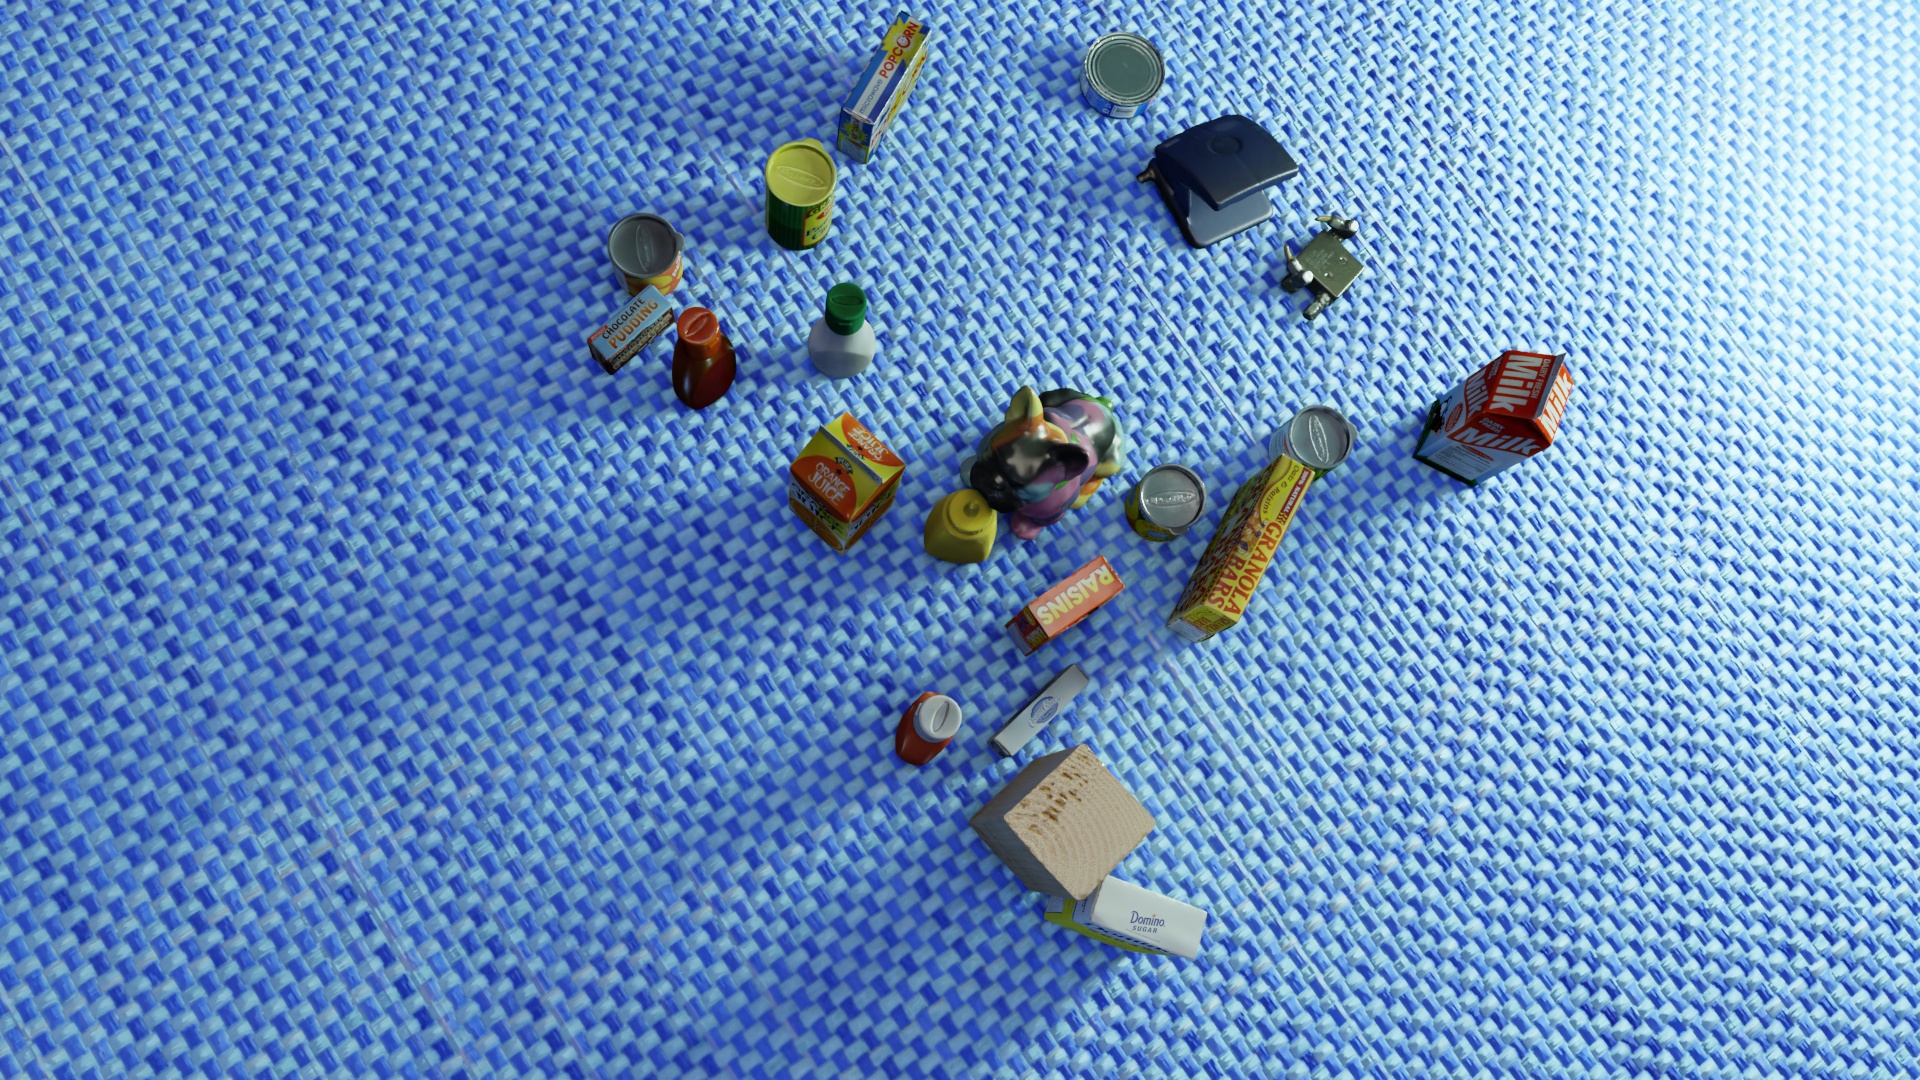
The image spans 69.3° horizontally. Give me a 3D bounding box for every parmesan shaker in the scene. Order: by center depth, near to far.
[{"bbox_3d":[-0.153,-0.331,1.335,0.071,0.103,0.071,2,77,-7],"label":"parmesan shaker"}]

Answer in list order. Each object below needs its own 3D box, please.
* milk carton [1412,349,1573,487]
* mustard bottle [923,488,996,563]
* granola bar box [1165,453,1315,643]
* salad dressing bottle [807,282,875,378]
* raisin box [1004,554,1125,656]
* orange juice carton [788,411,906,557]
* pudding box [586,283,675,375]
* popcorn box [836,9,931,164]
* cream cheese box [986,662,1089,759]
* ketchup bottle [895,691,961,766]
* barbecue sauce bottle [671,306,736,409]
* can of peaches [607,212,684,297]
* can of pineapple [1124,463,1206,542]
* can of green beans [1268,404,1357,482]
[{"bbox_3d":[0.518,-0.120,1.332,0.073,0.190,0.072,27,75,-1],"label":"milk carton"},{"bbox_3d":[0.004,-0.016,1.253,0.065,0.160,0.049,10,76,-5],"label":"mustard bottle"},{"bbox_3d":[0.261,0.010,1.300,0.039,0.124,0.166,31,75,0],"label":"granola bar box"},{"bbox_3d":[-0.108,-0.194,1.286,0.064,0.147,0.044,4,77,-7],"label":"salad dressing bottle"},{"bbox_3d":[0.093,0.061,1.266,0.086,0.123,0.040,-32,83,-13],"label":"raisin box"},{"bbox_3d":[-0.102,-0.052,1.230,0.072,0.192,0.073,43,76,3],"label":"orange juice carton"},{"bbox_3d":[-0.310,-0.199,1.310,0.030,0.049,0.084,45,75,4],"label":"pudding box"},{"bbox_3d":[-0.077,-0.449,1.383,0.038,0.085,0.127,28,75,-1],"label":"popcorn box"},{"bbox_3d":[0.071,0.158,1.276,0.104,0.053,0.024,-42,86,-14],"label":"cream cheese box"},{"bbox_3d":[-0.027,0.161,1.213,0.043,0.148,0.065,23,75,-2],"label":"ketchup bottle"},{"bbox_3d":[-0.235,-0.168,1.262,0.043,0.148,0.065,42,76,3],"label":"barbecue sauce bottle"},{"bbox_3d":[-0.297,-0.270,1.324,0.071,0.058,0.071,2,77,-7],"label":"can of peaches"},{"bbox_3d":[0.196,-0.034,1.336,0.071,0.057,0.071,2,77,-7],"label":"can of pineapple"},{"bbox_3d":[0.345,-0.094,1.371,0.071,0.057,0.071,2,77,-7],"label":"can of green beans"}]
